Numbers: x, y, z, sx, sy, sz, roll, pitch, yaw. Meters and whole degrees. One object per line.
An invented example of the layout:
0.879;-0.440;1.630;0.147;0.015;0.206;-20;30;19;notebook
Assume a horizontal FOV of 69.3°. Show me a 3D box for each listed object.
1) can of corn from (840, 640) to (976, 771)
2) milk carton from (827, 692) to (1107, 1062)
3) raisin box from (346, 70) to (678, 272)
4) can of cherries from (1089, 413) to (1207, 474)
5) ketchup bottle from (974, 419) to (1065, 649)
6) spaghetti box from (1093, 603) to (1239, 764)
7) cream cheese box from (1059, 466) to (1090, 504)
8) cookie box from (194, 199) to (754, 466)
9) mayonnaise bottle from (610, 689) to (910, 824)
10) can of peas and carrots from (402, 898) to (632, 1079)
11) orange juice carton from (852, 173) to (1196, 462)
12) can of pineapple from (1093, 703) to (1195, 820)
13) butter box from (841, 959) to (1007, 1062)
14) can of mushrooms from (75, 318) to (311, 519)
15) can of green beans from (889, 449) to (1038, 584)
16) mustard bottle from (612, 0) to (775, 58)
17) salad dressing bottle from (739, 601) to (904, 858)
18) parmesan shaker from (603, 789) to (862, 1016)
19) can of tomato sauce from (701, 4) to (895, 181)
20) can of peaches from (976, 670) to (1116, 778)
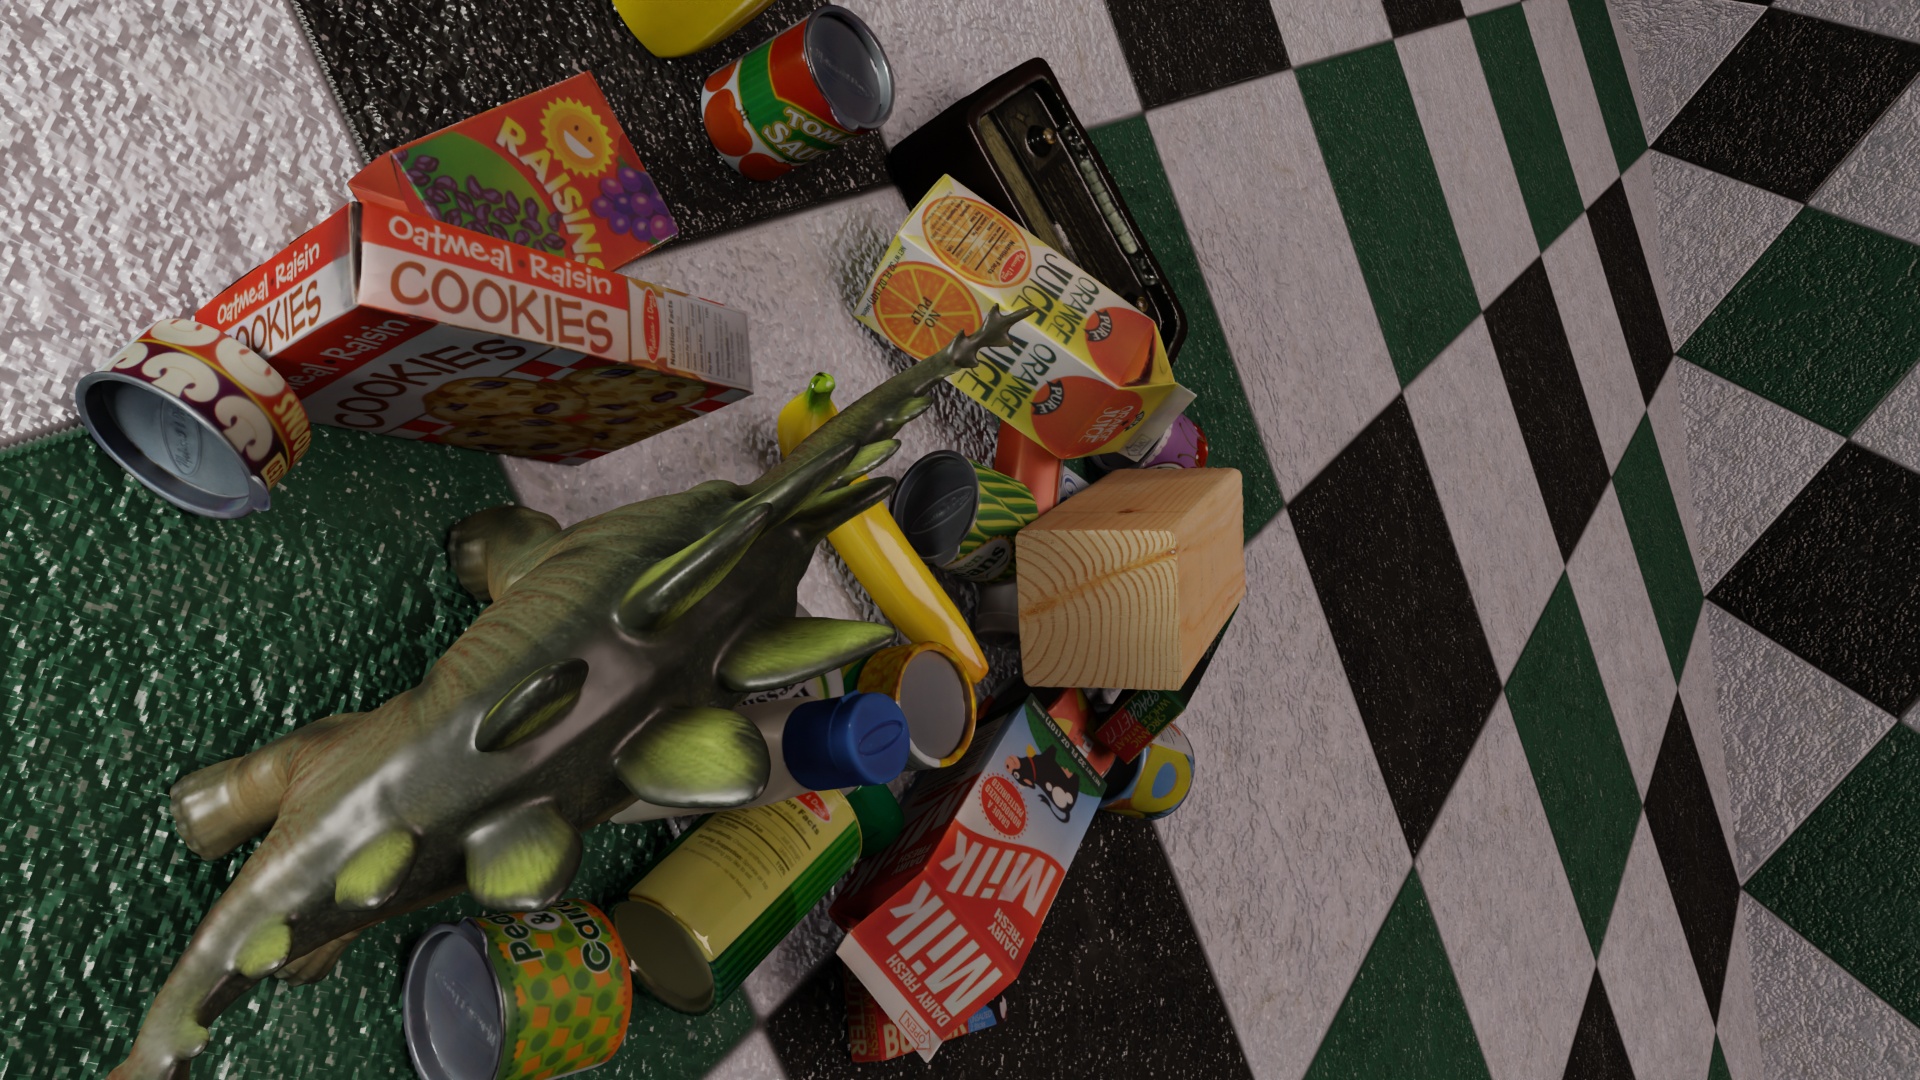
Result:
-0.033;0.087;0.728;0.071;0.058;0.071;19;65;-47;can of corn
0.001;0.167;0.704;0.072;0.073;0.191;52;35;-8;milk carton
-0.193;-0.148;0.619;0.086;0.040;0.124;61;40;-17;raisin box
0.131;-0.064;0.971;0.058;0.071;0.072;32;56;-44;can of cherries
0.036;-0.009;0.845;0.043;0.064;0.149;12;68;-5;ketchup bottle
0.138;0.076;0.889;0.029;0.050;0.251;45;21;5;spaghetti box
0.062;0.004;0.898;0.053;0.024;0.104;31;56;-44;cream cheese box
-0.184;-0.073;0.538;0.167;0.122;0.040;9;71;-50;cookie box
-0.087;0.091;0.586;0.065;0.148;0.041;-23;97;-52;mayonnaise bottle
-0.167;0.171;0.526;0.059;0.071;0.071;4;76;-51;can of peas and carrots
0.042;-0.119;0.810;0.193;0.071;0.073;34;48;-4;orange juice carton
0.104;0.141;0.874;0.058;0.071;0.071;23;61;-45;can of pineapple
-0.018;0.235;0.727;0.103;0.024;0.053;5;74;-51;butter box
-0.260;-0.040;0.478;0.071;0.071;0.034;51;43;-28;can of mushrooms
0.003;-0.012;0.796;0.058;0.071;0.071;22;62;-46;can of green beans
-0.103;-0.292;0.678;0.065;0.160;0.049;55;41;-26;mustard bottle
-0.076;0.089;0.672;0.147;0.064;0.044;60;5;-23;salad dressing bottle
-0.102;0.151;0.619;0.103;0.071;0.071;-40;110;-48;parmesan shaker
-0.087;-0.235;0.741;0.071;0.083;0.071;19;65;-47;can of tomato sauce
0.050;0.114;0.812;0.058;0.071;0.071;59;41;-19;can of peaches
